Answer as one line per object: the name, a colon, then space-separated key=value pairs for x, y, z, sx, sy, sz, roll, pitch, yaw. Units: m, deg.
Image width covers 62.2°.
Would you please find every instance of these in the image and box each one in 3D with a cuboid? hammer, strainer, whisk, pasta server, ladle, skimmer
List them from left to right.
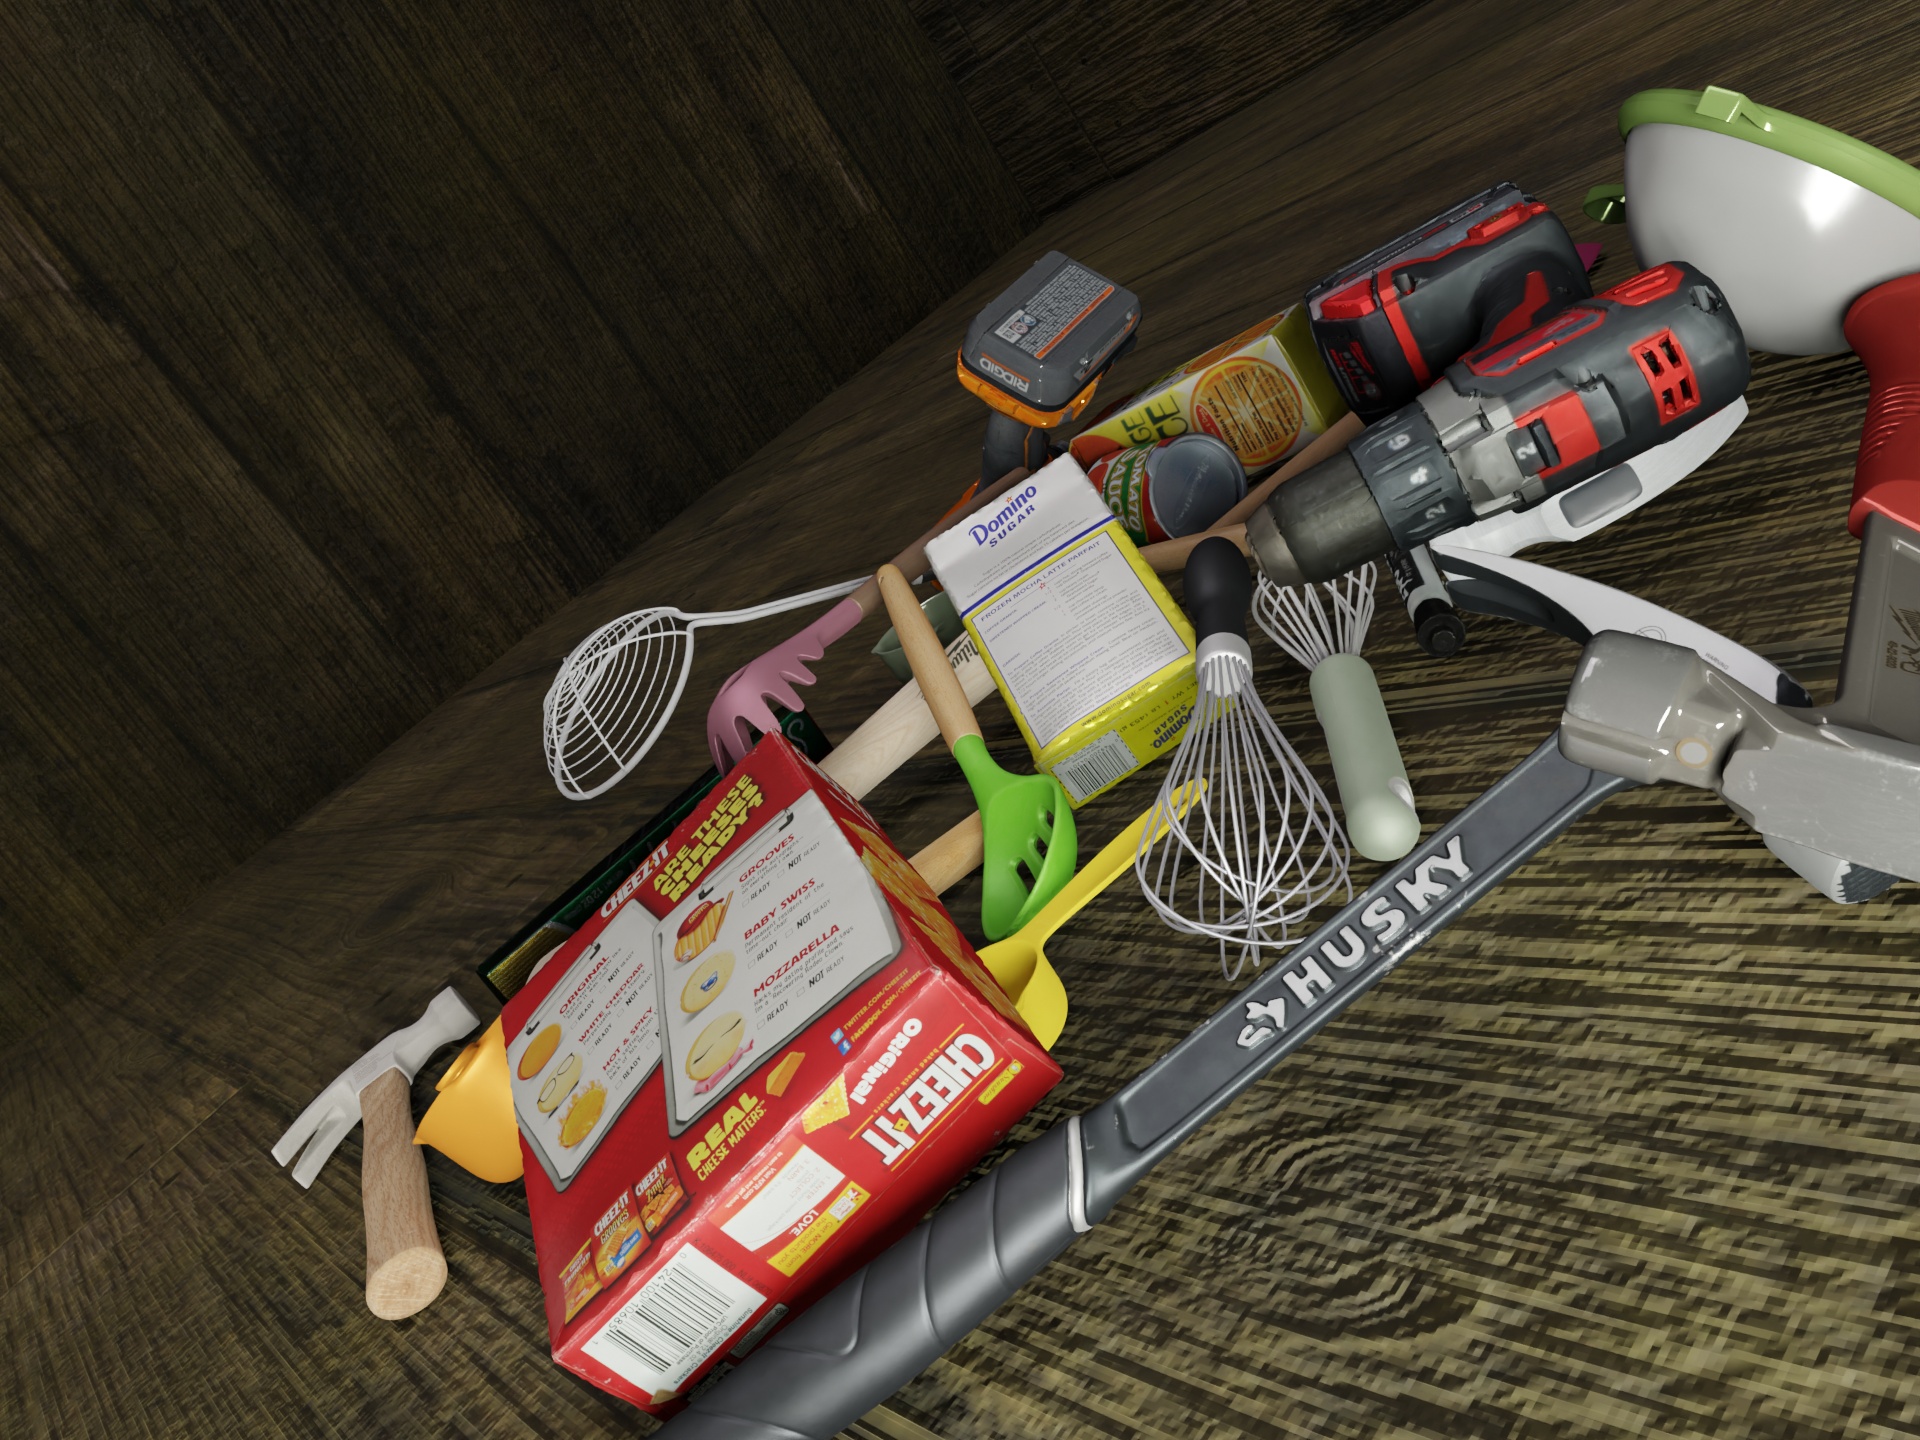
hammer: x=-0.301 y=0.230 z=0.837 sx=0.130 sy=0.031 sz=0.331 roll=-39 pitch=18 yaw=-14
whisk: x=-0.078 y=0.113 z=0.709 sx=0.245 sy=0.047 sz=0.051 roll=-35 pitch=16 yaw=-10
skimmer: x=-0.082 y=-0.051 z=0.980 sx=0.363 sy=0.090 sz=0.127 roll=-18 pitch=31 yaw=-15
hammer: x=-0.069 y=0.043 z=0.848 sx=0.410 sy=0.038 sz=0.146 roll=-39 pitch=42 yaw=6
pasta server: x=-0.041 y=-0.069 z=0.904 sx=0.316 sy=0.040 sz=0.060 roll=-43 pitch=4 yaw=-42
hammer: x=0.046 y=0.107 z=0.436 sx=0.409 sy=0.036 sz=0.149 roll=-39 pitch=46 yaw=3
ladle: x=0.124 y=-0.083 z=0.862 sx=0.320 sy=0.062 sz=0.078 roll=-8 pitch=53 yaw=43
whisk: x=0.100 y=-0.005 z=0.606 sx=0.070 sy=0.070 sz=0.285 roll=-29 pitch=24 yaw=21
whisk: x=0.148 y=-0.019 z=0.625 sx=0.059 sy=0.057 sz=0.246 roll=-34 pitch=21 yaw=21
hammer: x=0.290 y=-0.166 z=0.765 sx=0.128 sy=0.033 sz=0.331 roll=-27 pitch=19 yaw=28
strainer: x=0.319 y=-0.204 z=0.690 sx=0.256 sy=0.151 sz=0.069 roll=-99 pitch=33 yaw=-73
hammer: x=0.280 y=-0.061 z=0.446 sx=0.149 sy=0.036 sz=0.359 roll=17 pitch=36 yaw=24

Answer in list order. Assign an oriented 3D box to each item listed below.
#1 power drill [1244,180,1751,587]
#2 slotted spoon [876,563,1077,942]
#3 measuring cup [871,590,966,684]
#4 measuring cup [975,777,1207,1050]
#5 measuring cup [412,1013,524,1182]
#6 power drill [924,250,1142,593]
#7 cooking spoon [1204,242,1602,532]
power drill: x=0.202 y=-0.140 z=0.672 sx=0.188 sy=0.080 sz=0.227 roll=-27 pitch=22 yaw=16
slotted spoon: x=-0.001 y=-0.002 z=0.749 sx=0.070 sy=0.031 sz=0.314 roll=-62 pitch=27 yaw=22
measuring cup: x=-0.012 y=-0.036 z=0.987 sx=0.083 sy=0.038 sz=0.168 roll=-32 pitch=19 yaw=10
measuring cup: x=0.046 y=0.078 z=0.593 sx=0.156 sy=0.029 sz=0.062 roll=-40 pitch=18 yaw=-24
measuring cup: x=-0.197 y=0.164 z=0.701 sx=0.095 sy=0.052 sz=0.173 roll=-54 pitch=3 yaw=-14
power drill: x=0.050 y=-0.201 z=1.091 sx=0.164 sy=0.084 sz=0.226 roll=-49 pitch=-15 yaw=-35
cooking spoon: x=0.250 y=-0.187 z=0.920 sx=0.319 sy=0.017 sz=0.069 roll=-39 pitch=22 yaw=-11
